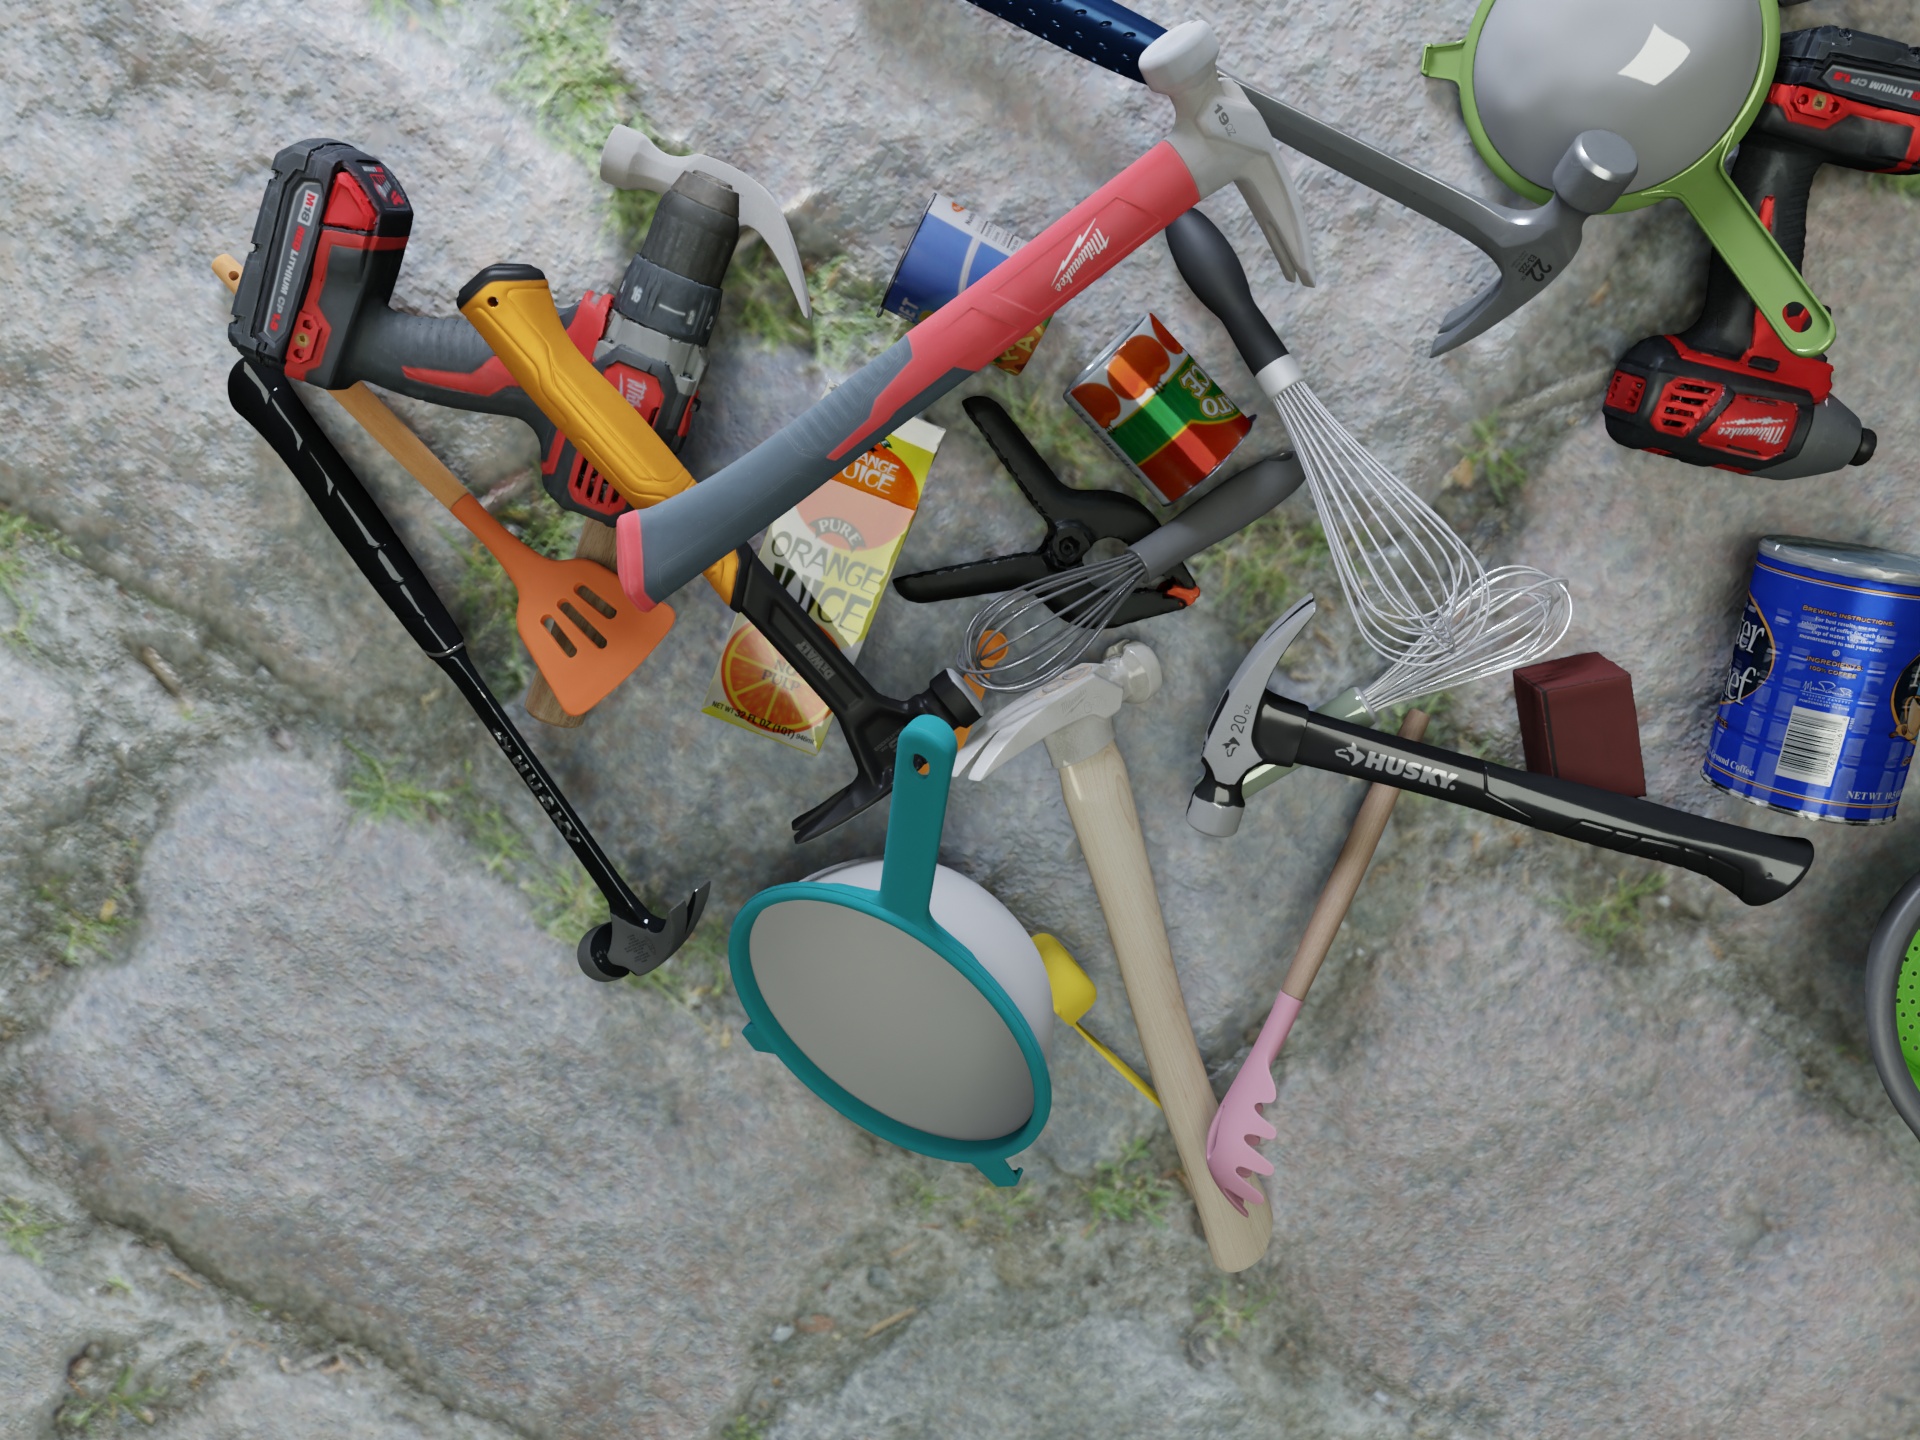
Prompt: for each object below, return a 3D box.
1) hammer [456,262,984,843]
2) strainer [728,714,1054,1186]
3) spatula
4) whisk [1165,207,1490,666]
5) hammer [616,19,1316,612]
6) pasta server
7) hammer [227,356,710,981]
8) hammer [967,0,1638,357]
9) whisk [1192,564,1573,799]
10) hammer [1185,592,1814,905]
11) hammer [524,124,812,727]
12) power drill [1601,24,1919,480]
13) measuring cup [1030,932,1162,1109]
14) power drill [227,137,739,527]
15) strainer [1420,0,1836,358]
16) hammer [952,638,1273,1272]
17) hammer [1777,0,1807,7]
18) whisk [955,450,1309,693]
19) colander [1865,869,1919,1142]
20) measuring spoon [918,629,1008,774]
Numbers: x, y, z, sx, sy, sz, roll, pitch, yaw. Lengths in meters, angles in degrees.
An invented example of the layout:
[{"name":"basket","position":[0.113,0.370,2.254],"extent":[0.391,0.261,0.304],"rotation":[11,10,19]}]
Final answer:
[{"name":"hammer","position":[-0.136,-0.088,0.819],"extent":[0.127,0.034,0.336],"rotation":[-38,109,5]},{"name":"strainer","position":[-0.017,0.105,0.884],"extent":[0.211,0.095,0.340],"rotation":[25,135,17]},{"name":"spatula","position":[-0.293,-0.139,0.873],"extent":[0.322,0.041,0.081],"rotation":[45,85,-2]},{"name":"whisk","position":[0.186,-0.154,0.846],"extent":[0.070,0.070,0.285],"rotation":[-32,83,9]},{"name":"hammer","position":[-0.002,-0.169,0.788],"extent":[0.386,0.038,0.143],"rotation":[-37,118,-1]},{"name":"pasta server","position":[0.216,0.142,0.946],"extent":[0.040,0.060,0.316],"rotation":[24,92,2]},{"name":"hammer","position":[-0.281,-0.028,0.900],"extent":[0.149,0.036,0.409],"rotation":[-23,103,52]},{"name":"hammer","position":[0.126,-0.321,0.815],"extent":[0.405,0.035,0.144],"rotation":[27,149,0]},{"name":"whisk","position":[0.242,-0.014,0.925],"extent":[0.246,0.059,0.058],"rotation":[-32,67,13]},{"name":"hammer","position":[0.306,0.035,0.890],"extent":[0.335,0.035,0.146],"rotation":[15,111,3]},{"name":"hammer","position":[-0.179,-0.148,0.894],"extent":[0.130,0.031,0.331],"rotation":[20,106,-5]},{"name":"power drill","position":[0.446,-0.237,0.841],"extent":[0.143,0.079,0.219],"rotation":[13,109,-3]},{"name":"measuring cup","position":[0.090,0.188,0.985],"extent":[0.029,0.062,0.156],"rotation":[-43,112,1]},{"name":"power drill","position":[-0.235,-0.222,0.820],"extent":[0.226,0.080,0.188],"rotation":[22,106,-8]},{"name":"strainer","position":[0.346,-0.285,0.776],"extent":[0.151,0.069,0.256],"rotation":[-35,82,27]},{"name":"hammer","position":[0.109,0.166,0.949],"extent":[0.146,0.038,0.410],"rotation":[-31,113,-32]},{"name":"hammer","position":[0.440,-0.550,0.769],"extent":[0.149,0.037,0.359],"rotation":[-17,106,5]},{"name":"whisk","position":[0.099,-0.085,0.867],"extent":[0.239,0.055,0.055],"rotation":[-33,105,-15]},{"name":"colander","position":[0.615,0.083,0.934],"extent":[0.204,0.094,0.397],"rotation":[4,88,0]},{"name":"measuring spoon","position":[-0.002,-0.003,0.947],"extent":[0.021,0.011,0.117],"rotation":[23,109,-6]}]
